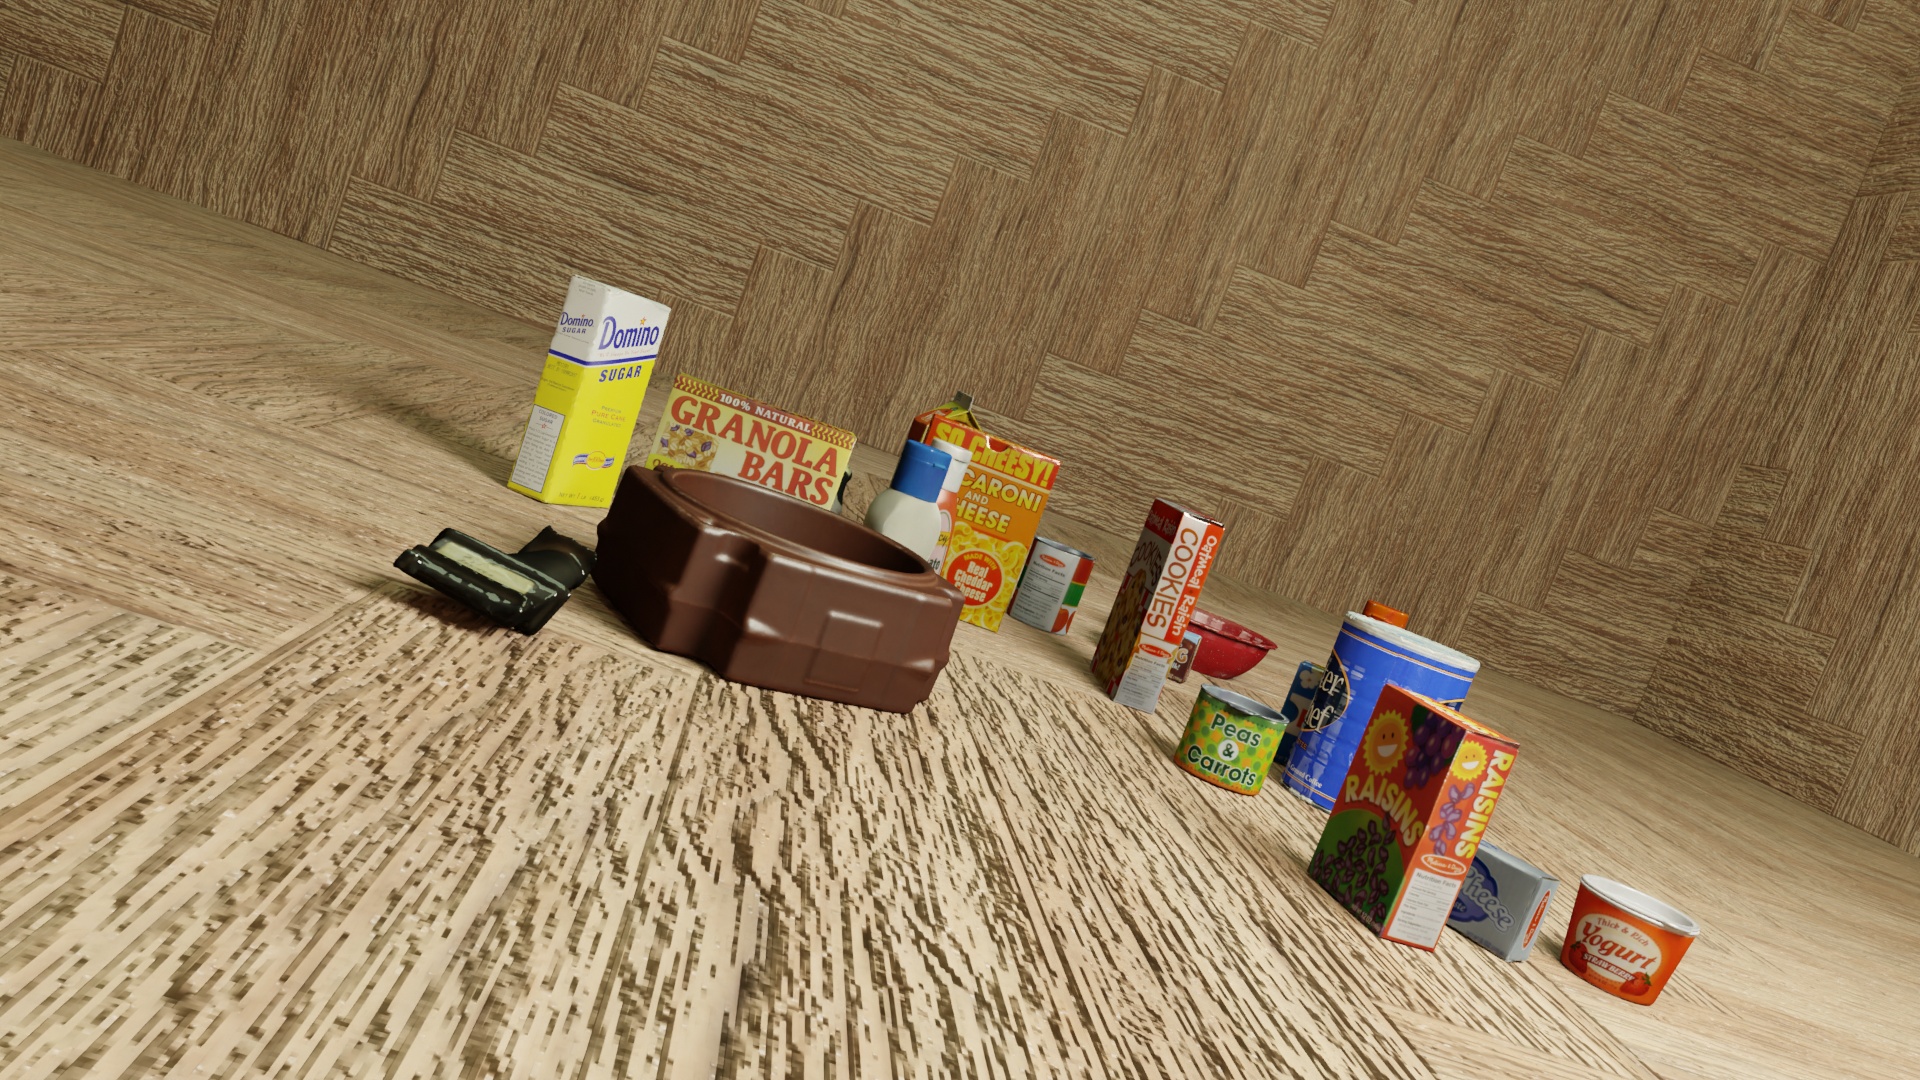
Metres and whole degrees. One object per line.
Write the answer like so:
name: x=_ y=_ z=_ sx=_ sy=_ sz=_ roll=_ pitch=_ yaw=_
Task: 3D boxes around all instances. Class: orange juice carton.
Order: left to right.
orange juice carton: x=-0.027 y=-0.061 z=1.427 sx=0.073 sy=0.192 sz=0.072 roll=19 pitch=6 yaw=-15

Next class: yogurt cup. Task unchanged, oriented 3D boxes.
yogurt cup: x=0.392 y=0.237 z=0.822 sx=0.072 sy=0.054 sz=0.072 roll=20 pitch=6 yaw=-2

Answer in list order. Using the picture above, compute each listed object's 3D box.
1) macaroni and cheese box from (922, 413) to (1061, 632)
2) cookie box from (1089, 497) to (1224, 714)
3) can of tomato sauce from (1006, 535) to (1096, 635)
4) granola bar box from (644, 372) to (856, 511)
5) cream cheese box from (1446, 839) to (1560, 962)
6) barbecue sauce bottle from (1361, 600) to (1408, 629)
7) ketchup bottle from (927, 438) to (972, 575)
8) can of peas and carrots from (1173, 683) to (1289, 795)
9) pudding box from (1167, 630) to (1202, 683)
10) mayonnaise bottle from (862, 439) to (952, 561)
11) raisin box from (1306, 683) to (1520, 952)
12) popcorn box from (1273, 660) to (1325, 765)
macaroni and cheese box: x=0.004 y=-0.016 z=1.256 sx=0.124 sy=0.166 sz=0.040 roll=20 pitch=5 yaw=-7
cookie box: x=0.166 y=0.051 z=1.187 sx=0.040 sy=0.167 sz=0.123 roll=20 pitch=6 yaw=-6
can of tomato sauce: x=0.092 y=0.045 z=1.396 sx=0.071 sy=0.083 sz=0.071 roll=20 pitch=6 yaw=-2
granola bar box: x=-0.192 y=-0.064 z=1.239 sx=0.165 sy=0.124 sz=0.039 roll=19 pitch=5 yaw=-10
cream cheese box: x=0.296 y=0.201 z=0.827 sx=0.024 sy=0.053 sz=0.104 roll=16 pitch=7 yaw=-40
barbecue sauce bottle: x=0.335 y=0.125 z=1.176 sx=0.065 sy=0.148 sz=0.044 roll=24 pitch=6 yaw=31
ketchup bottle: x=-0.033 y=-0.013 z=1.190 sx=0.065 sy=0.148 sz=0.043 roll=15 pitch=7 yaw=-44
can of peas and carrots: x=0.191 y=0.142 z=0.985 sx=0.071 sy=0.058 sz=0.071 roll=20 pitch=6 yaw=-2
pudding box: x=0.191 y=0.103 z=1.373 sx=0.084 sy=0.049 sz=0.030 roll=22 pitch=6 yaw=15
mayonnaise bottle: x=-0.048 y=0.000 z=1.029 sx=0.065 sy=0.148 sz=0.041 roll=16 pitch=7 yaw=-39
raisin box: x=0.252 y=0.153 z=0.778 sx=0.040 sy=0.123 sz=0.086 roll=19 pitch=6 yaw=-16
popcorn box: x=0.323 y=0.160 z=1.128 sx=0.127 sy=0.085 sz=0.038 roll=22 pitch=6 yaw=16
